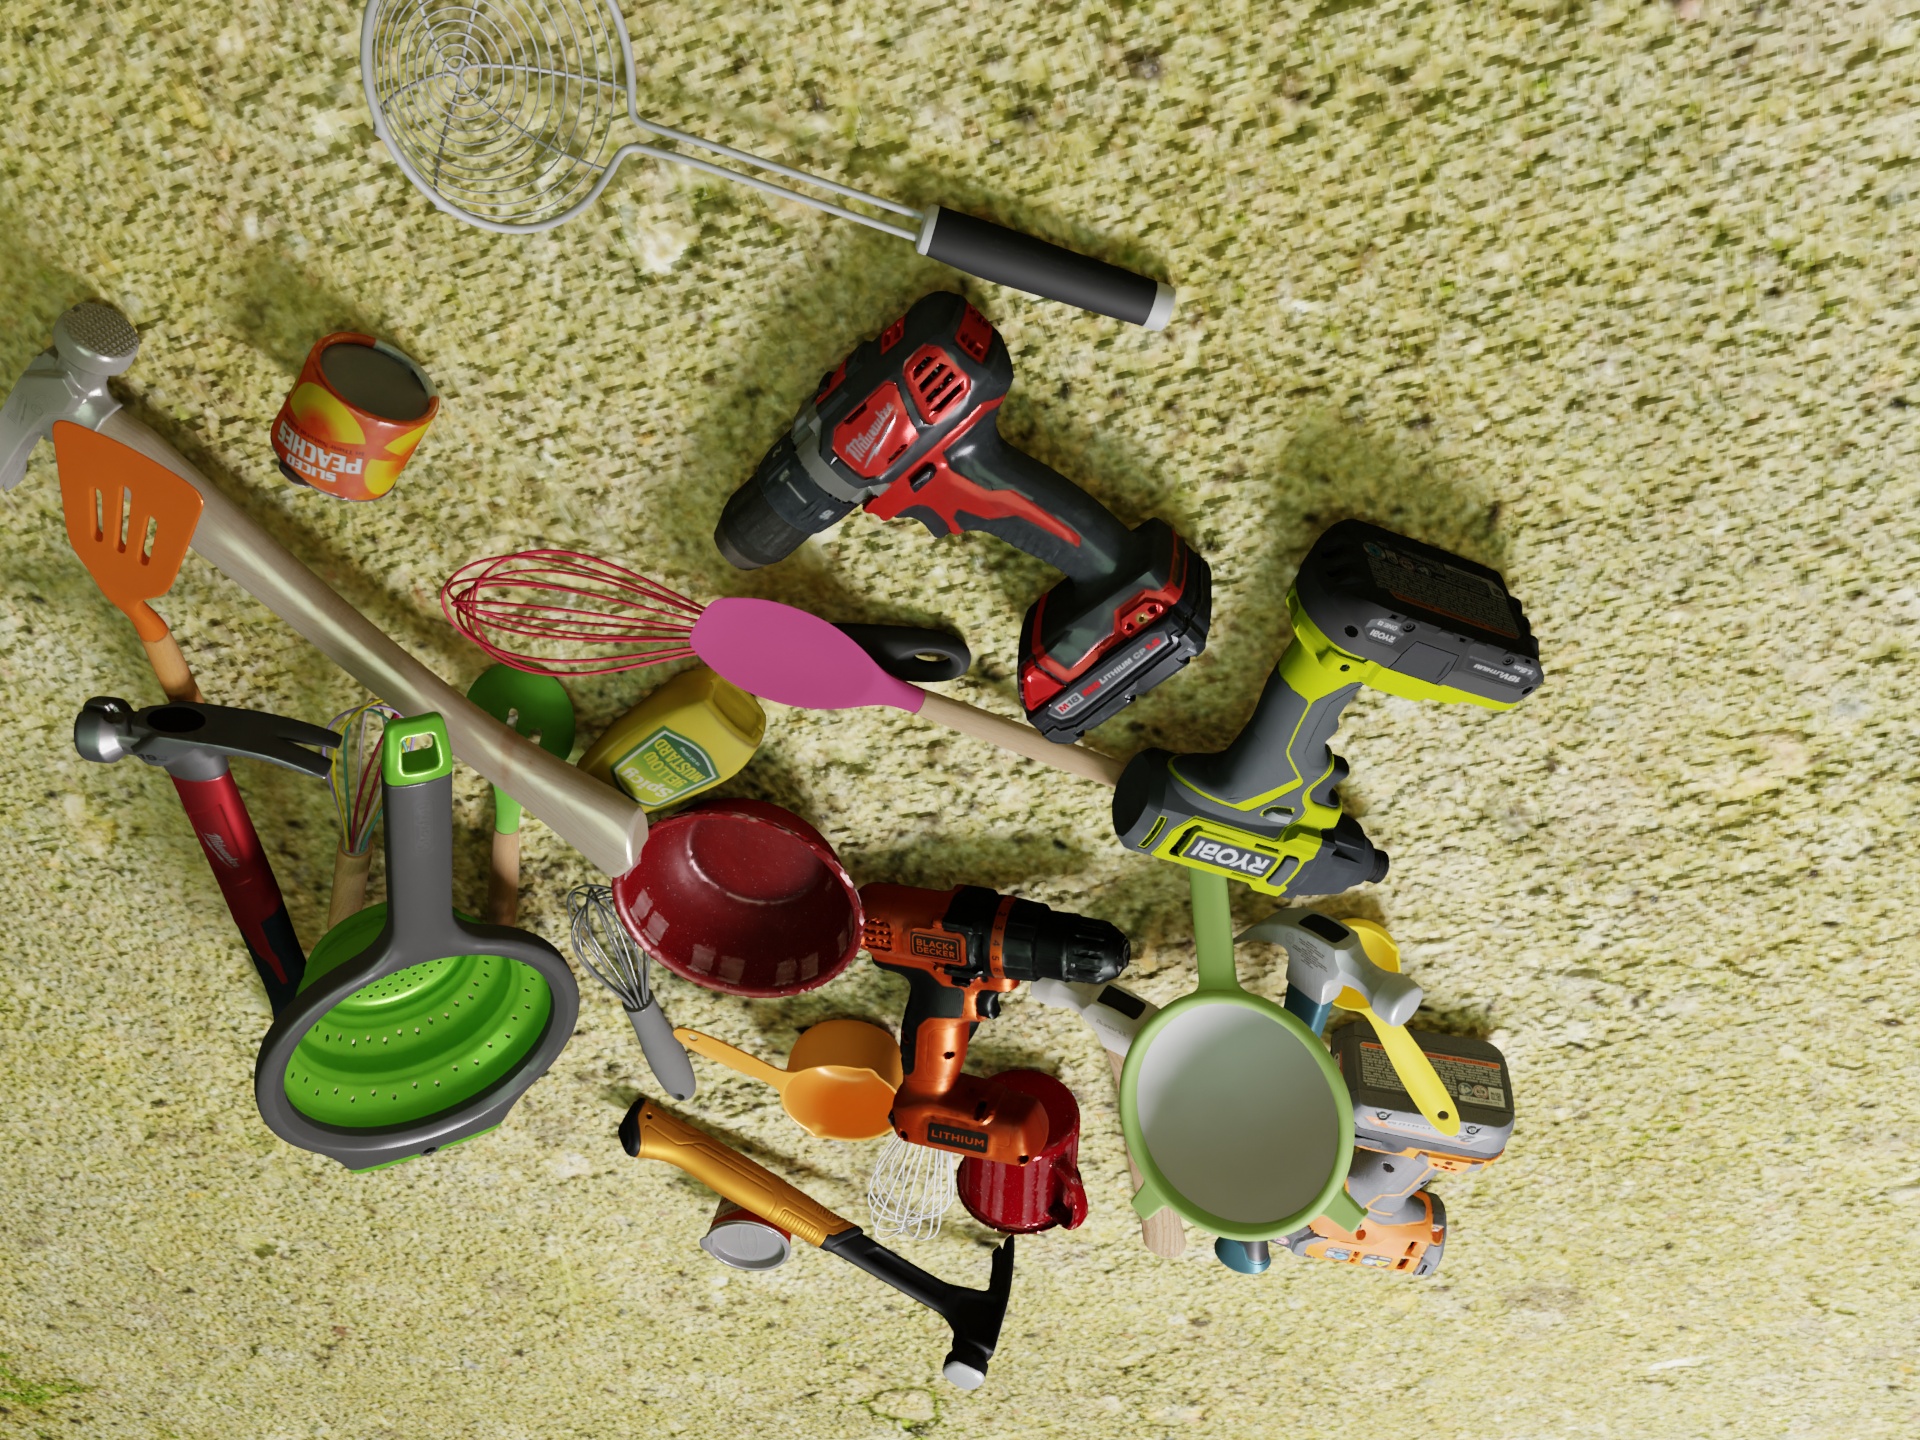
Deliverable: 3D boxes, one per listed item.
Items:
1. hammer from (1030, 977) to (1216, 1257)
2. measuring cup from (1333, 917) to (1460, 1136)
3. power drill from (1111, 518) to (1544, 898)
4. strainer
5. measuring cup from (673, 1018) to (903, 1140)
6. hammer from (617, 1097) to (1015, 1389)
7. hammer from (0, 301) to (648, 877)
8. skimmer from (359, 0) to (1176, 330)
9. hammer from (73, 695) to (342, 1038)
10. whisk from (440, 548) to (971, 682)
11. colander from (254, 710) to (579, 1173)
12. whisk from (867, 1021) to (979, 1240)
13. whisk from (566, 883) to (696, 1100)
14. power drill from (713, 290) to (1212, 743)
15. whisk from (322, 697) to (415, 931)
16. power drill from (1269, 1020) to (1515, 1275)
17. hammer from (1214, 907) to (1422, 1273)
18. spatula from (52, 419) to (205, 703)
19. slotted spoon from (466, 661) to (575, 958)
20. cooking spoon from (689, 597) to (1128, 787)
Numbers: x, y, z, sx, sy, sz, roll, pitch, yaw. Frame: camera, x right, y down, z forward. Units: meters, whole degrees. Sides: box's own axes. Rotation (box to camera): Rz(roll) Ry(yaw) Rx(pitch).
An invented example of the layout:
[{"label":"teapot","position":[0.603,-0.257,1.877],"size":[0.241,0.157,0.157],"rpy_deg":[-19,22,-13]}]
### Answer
[{"label":"hammer","position":[0.134,0.297,1.139],"size":[0.130,0.031,0.331],"rpy_deg":[22,144,32]},{"label":"measuring cup","position":[0.278,0.196,1.022],"size":[0.062,0.029,0.156],"rpy_deg":[-30,94,21]},{"label":"power drill","position":[0.208,0.009,0.879],"size":[0.171,0.080,0.223],"rpy_deg":[16,131,-17]},{"label":"strainer","position":[0.173,0.184,0.982],"size":[0.151,0.256,0.069],"rpy_deg":[-8,175,33]},{"label":"measuring cup","position":[-0.118,0.236,1.129],"size":[0.173,0.052,0.095],"rpy_deg":[26,128,-12]},{"label":"hammer","position":[-0.111,0.383,1.235],"size":[0.337,0.127,0.034],"rpy_deg":[32,129,-7]},{"label":"hammer","position":[-0.350,-0.043,0.898],"size":[0.410,0.038,0.146],"rpy_deg":[42,124,-16]},{"label":"skimmer","position":[-0.069,-0.239,0.698],"size":[0.363,0.090,0.127],"rpy_deg":[16,96,-10]},{"label":"hammer","position":[-0.445,0.125,1.042],"size":[0.143,0.038,0.386],"rpy_deg":[7,139,-1]},{"label":"whisk","position":[-0.140,-0.050,0.890],"size":[0.295,0.073,0.073],"rpy_deg":[6,131,-7]},{"label":"colander","position":[-0.346,0.124,0.991],"size":[0.204,0.095,0.396],"rpy_deg":[-13,137,-30]},{"label":"whisk","position":[-0.021,0.285,1.157],"size":[0.070,0.070,0.284],"rpy_deg":[11,126,-3]},{"label":"whisk","position":[-0.222,0.196,1.113],"size":[0.055,0.055,0.238],"rpy_deg":[-3,134,9]},{"label":"power drill","position":[0.000,-0.089,0.827],"size":[0.226,0.080,0.188],"rpy_deg":[41,123,-21]},{"label":"whisk","position":[-0.384,0.068,1.027],"size":[0.051,0.047,0.244],"rpy_deg":[28,133,-1]},{"label":"power drill","position":[0.282,0.311,1.126],"size":[0.164,0.084,0.226],"rpy_deg":[9,134,1]},{"label":"hammer","position":[0.212,0.258,1.054],"size":[0.033,0.128,0.330],"rpy_deg":[-23,134,-32]},{"label":"spatula","position":[-0.438,-0.045,0.885],"size":[0.081,0.041,0.322],"rpy_deg":[27,151,0]},{"label":"slotted spoon","position":[-0.296,0.087,1.040],"size":[0.070,0.031,0.313],"rpy_deg":[17,131,-1]},{"label":"cooking spoon","position":[-0.001,-0.003,0.904],"size":[0.318,0.017,0.068],"rpy_deg":[21,131,-22]}]
